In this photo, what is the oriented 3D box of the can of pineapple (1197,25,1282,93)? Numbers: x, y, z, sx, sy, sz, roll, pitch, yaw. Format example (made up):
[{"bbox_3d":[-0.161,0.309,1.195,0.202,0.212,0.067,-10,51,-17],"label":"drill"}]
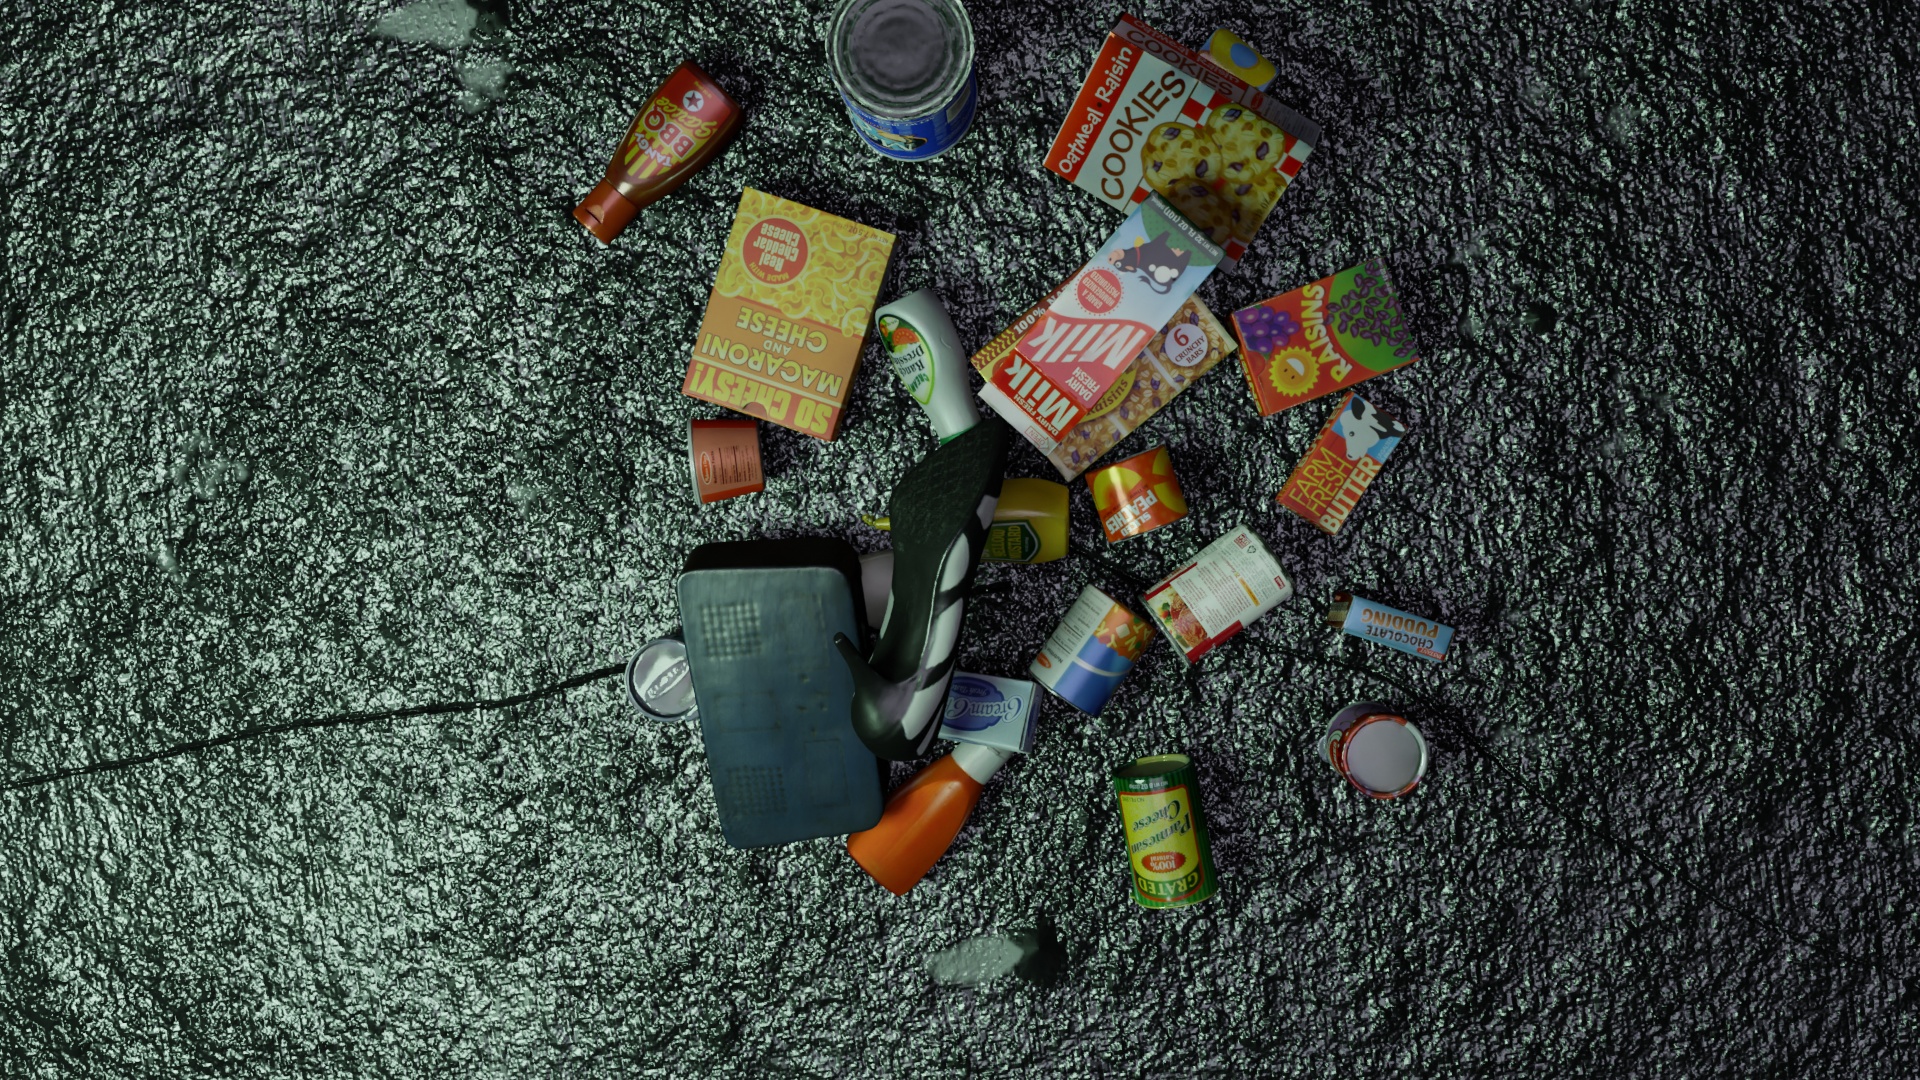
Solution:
[{"bbox_3d":[0.197,-0.341,1.043,0.058,0.071,0.071,38,94,0],"label":"can of pineapple"}]

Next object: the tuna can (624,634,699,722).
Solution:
[{"bbox_3d":[-0.227,0.110,1.097,0.071,0.033,0.071,0,94,1],"label":"tuna can"}]

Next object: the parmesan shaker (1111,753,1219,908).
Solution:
[{"bbox_3d":[0.156,0.225,1.079,0.071,0.071,0.103,-11,93,2],"label":"parmesan shaker"}]

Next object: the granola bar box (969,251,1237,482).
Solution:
[{"bbox_3d":[0.109,-0.144,1.071,0.165,0.039,0.124,-39,91,3],"label":"granola bar box"}]

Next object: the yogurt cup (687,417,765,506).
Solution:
[{"bbox_3d":[-0.180,-0.063,1.071,0.054,0.072,0.072,-6,94,-6],"label":"yogurt cup"}]

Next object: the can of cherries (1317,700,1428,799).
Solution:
[{"bbox_3d":[0.319,0.163,1.075,0.071,0.058,0.071,0,94,1],"label":"can of cherries"}]

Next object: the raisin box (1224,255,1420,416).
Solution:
[{"bbox_3d":[0.276,-0.155,1.067,0.123,0.040,0.086,-20,94,3],"label":"raisin box"}]

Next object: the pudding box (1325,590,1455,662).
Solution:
[{"bbox_3d":[0.331,0.067,1.073,0.084,0.049,0.030,18,93,0],"label":"pudding box"}]

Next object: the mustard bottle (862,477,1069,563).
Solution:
[{"bbox_3d":[0.004,-0.013,1.070,0.160,0.049,0.065,-2,135,5],"label":"mustard bottle"}]

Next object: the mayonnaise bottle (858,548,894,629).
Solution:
[{"bbox_3d":[-0.102,0.036,1.086,0.148,0.041,0.064,3,98,2],"label":"mayonnaise bottle"}]

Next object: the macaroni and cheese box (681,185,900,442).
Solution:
[{"bbox_3d":[-0.131,-0.173,1.074,0.124,0.040,0.166,18,93,1],"label":"macaroni and cheese box"}]

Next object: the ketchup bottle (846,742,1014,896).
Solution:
[{"bbox_3d":[-0.019,0.206,1.092,0.064,0.043,0.148,42,93,-7],"label":"ketchup bottle"}]

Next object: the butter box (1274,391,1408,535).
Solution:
[{"bbox_3d":[0.295,-0.060,1.079,0.053,0.024,0.103,34,94,-2],"label":"butter box"}]

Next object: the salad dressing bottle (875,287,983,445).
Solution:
[{"bbox_3d":[-0.015,-0.118,1.068,0.044,0.064,0.147,-32,102,-35],"label":"salad dressing bottle"}]

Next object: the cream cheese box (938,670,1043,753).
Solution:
[{"bbox_3d":[0.009,0.129,1.070,0.104,0.024,0.053,7,74,26],"label":"cream cheese box"}]

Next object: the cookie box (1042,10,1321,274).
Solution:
[{"bbox_3d":[0.160,-0.292,1.028,0.167,0.040,0.122,30,136,-1],"label":"cookie box"}]

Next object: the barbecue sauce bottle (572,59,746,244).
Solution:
[{"bbox_3d":[-0.235,-0.294,1.068,0.065,0.044,0.148,43,94,-2],"label":"barbecue sauce bottle"}]

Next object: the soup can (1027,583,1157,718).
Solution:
[{"bbox_3d":[0.104,0.086,1.073,0.071,0.071,0.083,35,93,-1],"label":"soup can"}]

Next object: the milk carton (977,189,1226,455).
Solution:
[{"bbox_3d":[0.101,-0.155,1.013,0.072,0.073,0.190,42,94,0],"label":"milk carton"}]

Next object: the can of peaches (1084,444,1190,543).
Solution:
[{"bbox_3d":[0.134,-0.035,1.062,0.071,0.071,0.058,-20,92,3],"label":"can of peaches"}]
